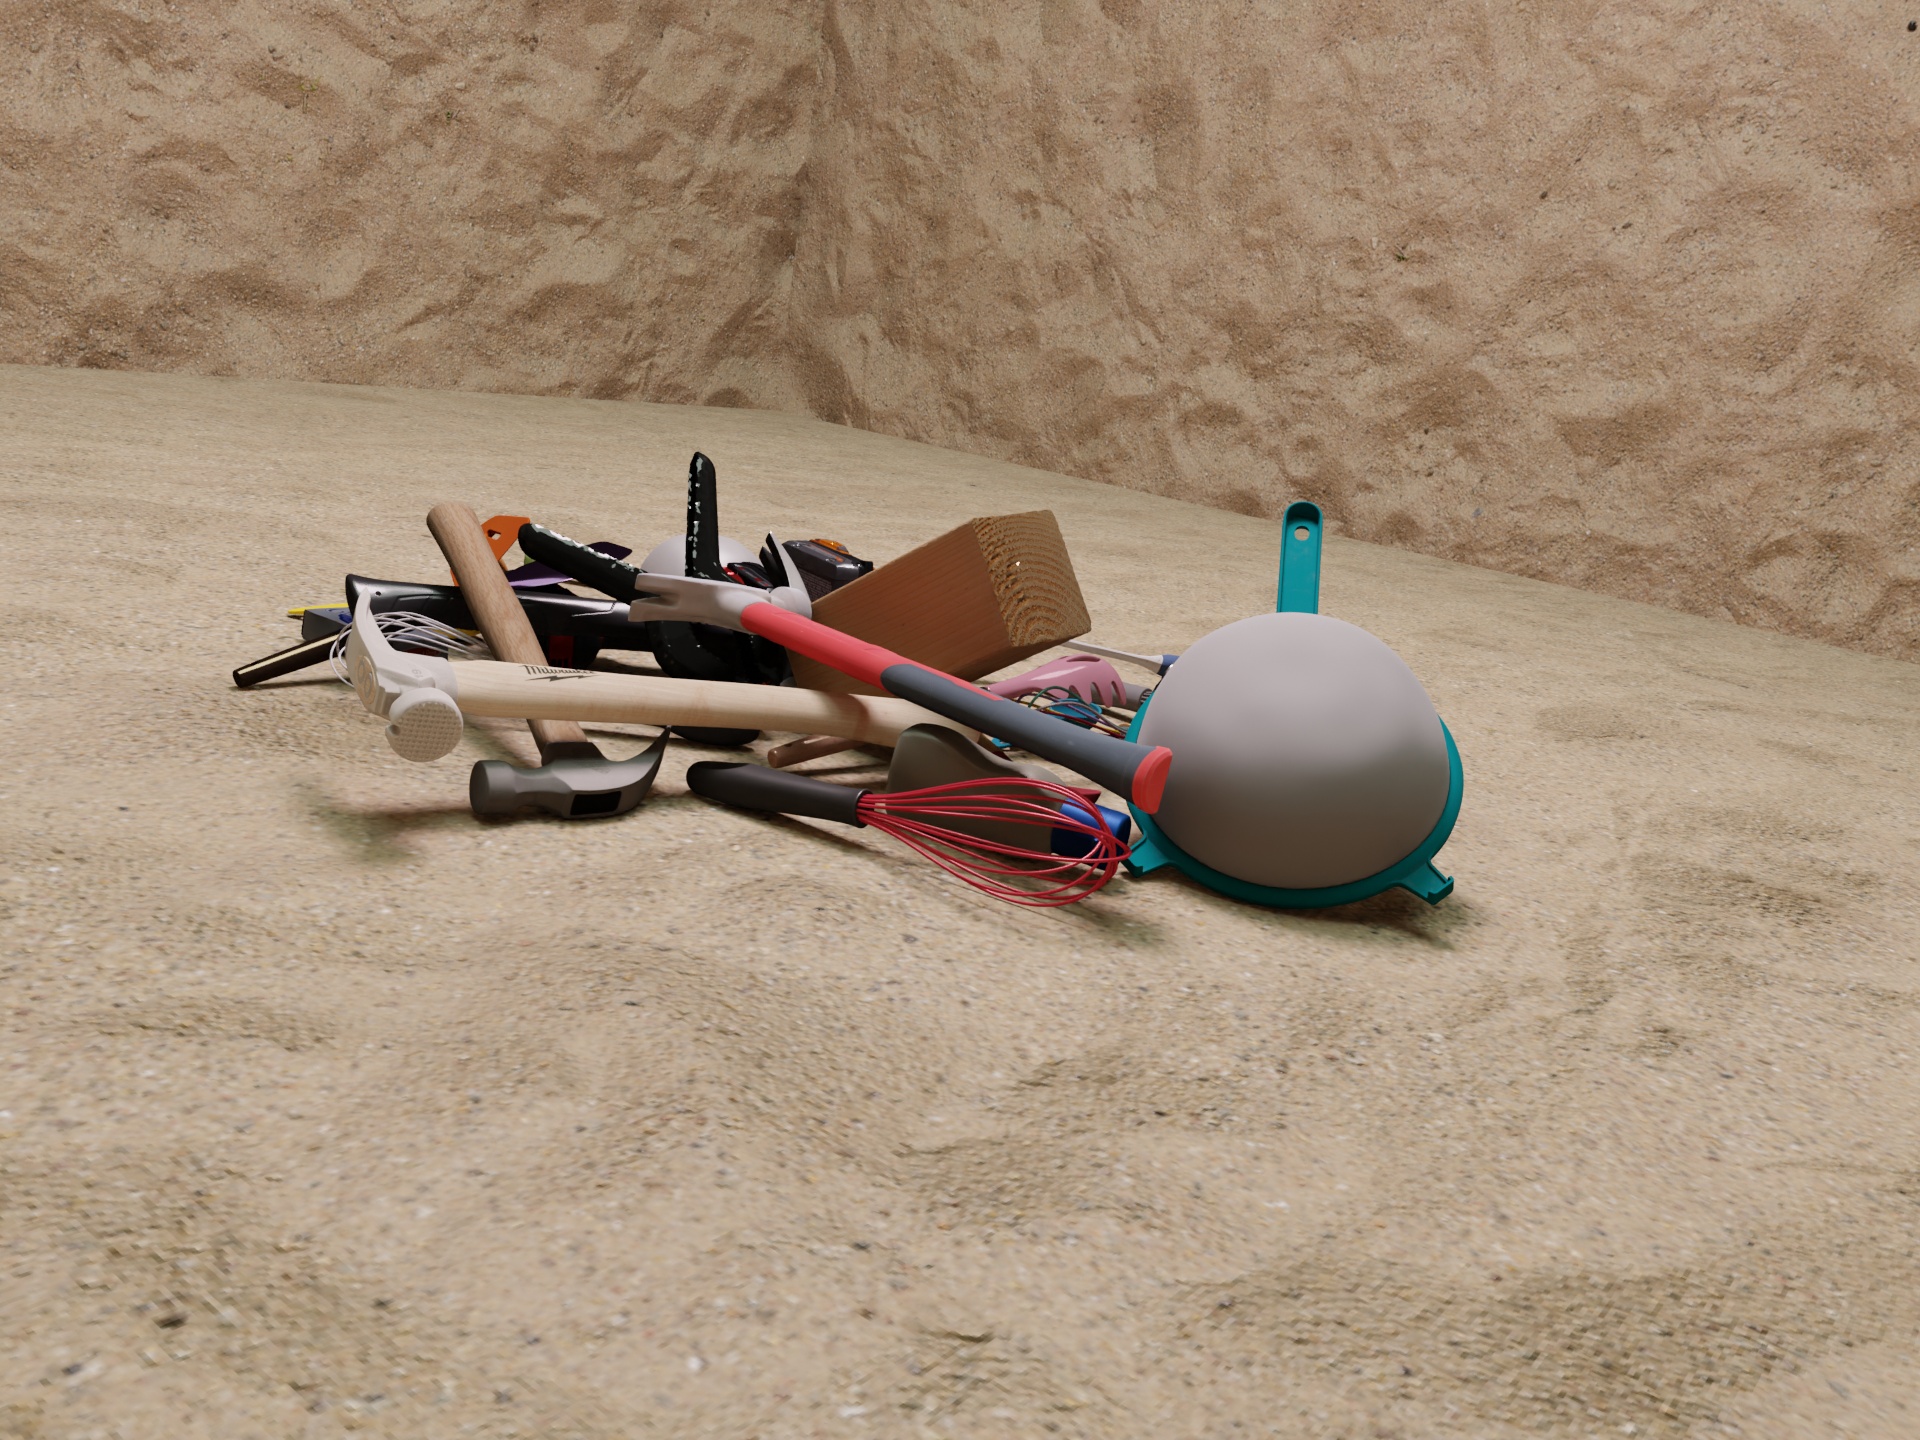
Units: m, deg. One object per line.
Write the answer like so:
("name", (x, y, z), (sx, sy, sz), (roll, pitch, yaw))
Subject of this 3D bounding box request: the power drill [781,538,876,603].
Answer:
("power drill", (-0.048, -0.112, 1.504), (0.226, 0.084, 0.164), (1, 17, -40))

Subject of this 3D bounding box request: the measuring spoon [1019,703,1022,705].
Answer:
("measuring spoon", (0.012, -0.030, 1.341), (0.124, 0.018, 0.034), (22, 19, 39))

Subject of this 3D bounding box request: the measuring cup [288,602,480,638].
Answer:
("measuring cup", (-0.452, -0.079, 1.259), (0.156, 0.029, 0.062), (-3, 14, -1))

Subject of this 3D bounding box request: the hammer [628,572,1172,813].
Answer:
("hammer", (-0.039, -0.024, 0.969), (0.387, 0.038, 0.143), (23, 13, 39))

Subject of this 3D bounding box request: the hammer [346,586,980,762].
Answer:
("hammer", (-0.161, -0.015, 0.979), (0.410, 0.038, 0.146), (5, 26, -37))

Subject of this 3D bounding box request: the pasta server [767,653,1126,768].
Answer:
("pasta server", (-0.002, -0.004, 1.137), (0.316, 0.040, 0.060), (-17, 21, -37))

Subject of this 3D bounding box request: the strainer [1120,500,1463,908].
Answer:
("strainer", (0.214, -0.045, 1.009), (0.211, 0.095, 0.341), (4, 51, 11))

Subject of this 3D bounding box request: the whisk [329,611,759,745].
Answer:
("whisk", (-0.275, -0.019, 1.066), (0.284, 0.070, 0.070), (12, 14, -9))

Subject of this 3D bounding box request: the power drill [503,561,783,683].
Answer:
("power drill", (-0.262, -0.084, 1.280), (0.226, 0.080, 0.188), (-2, 18, -27))

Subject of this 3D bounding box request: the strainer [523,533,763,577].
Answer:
("strainer", (-0.293, -0.153, 1.527), (0.256, 0.069, 0.151), (12, 15, 5))

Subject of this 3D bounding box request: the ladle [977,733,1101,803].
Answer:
("ladle", (0.016, 0.020, 1.137), (0.069, 0.031, 0.316), (1, 15, -20))

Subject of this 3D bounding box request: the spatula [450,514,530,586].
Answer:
("spatula", (-0.396, -0.134, 1.352), (0.041, 0.081, 0.322), (40, -7, -9))

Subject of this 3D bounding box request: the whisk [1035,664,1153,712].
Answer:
("whisk", (0.151, -0.015, 1.325), (0.239, 0.055, 0.055), (16, 15, 41))

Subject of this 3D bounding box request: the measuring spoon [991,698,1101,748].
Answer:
("measuring spoon", (0.064, 0.010, 1.235), (0.042, 0.021, 0.128), (20, 27, 34))

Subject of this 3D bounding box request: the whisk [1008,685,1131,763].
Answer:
("whisk", (0.105, 0.007, 1.145), (0.047, 0.051, 0.244), (14, 4, 36))

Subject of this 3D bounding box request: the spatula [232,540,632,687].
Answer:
("spatula", (-0.371, -0.082, 1.150), (0.060, 0.018, 0.316), (20, 34, 38))

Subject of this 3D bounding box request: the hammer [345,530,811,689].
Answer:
("hammer", (-0.266, -0.079, 1.150), (0.334, 0.146, 0.035), (3, -29, -22))

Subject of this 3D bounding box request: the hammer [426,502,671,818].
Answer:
("hammer", (-0.283, -0.048, 1.018), (0.130, 0.031, 0.332), (2, 34, -36))

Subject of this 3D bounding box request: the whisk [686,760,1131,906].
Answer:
("whisk", (-0.039, 0.055, 0.921), (0.296, 0.073, 0.073), (9, 13, 28))

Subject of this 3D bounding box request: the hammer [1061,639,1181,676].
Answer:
("hammer", (0.165, -0.052, 1.393), (0.405, 0.035, 0.144), (13, -9, -7))
